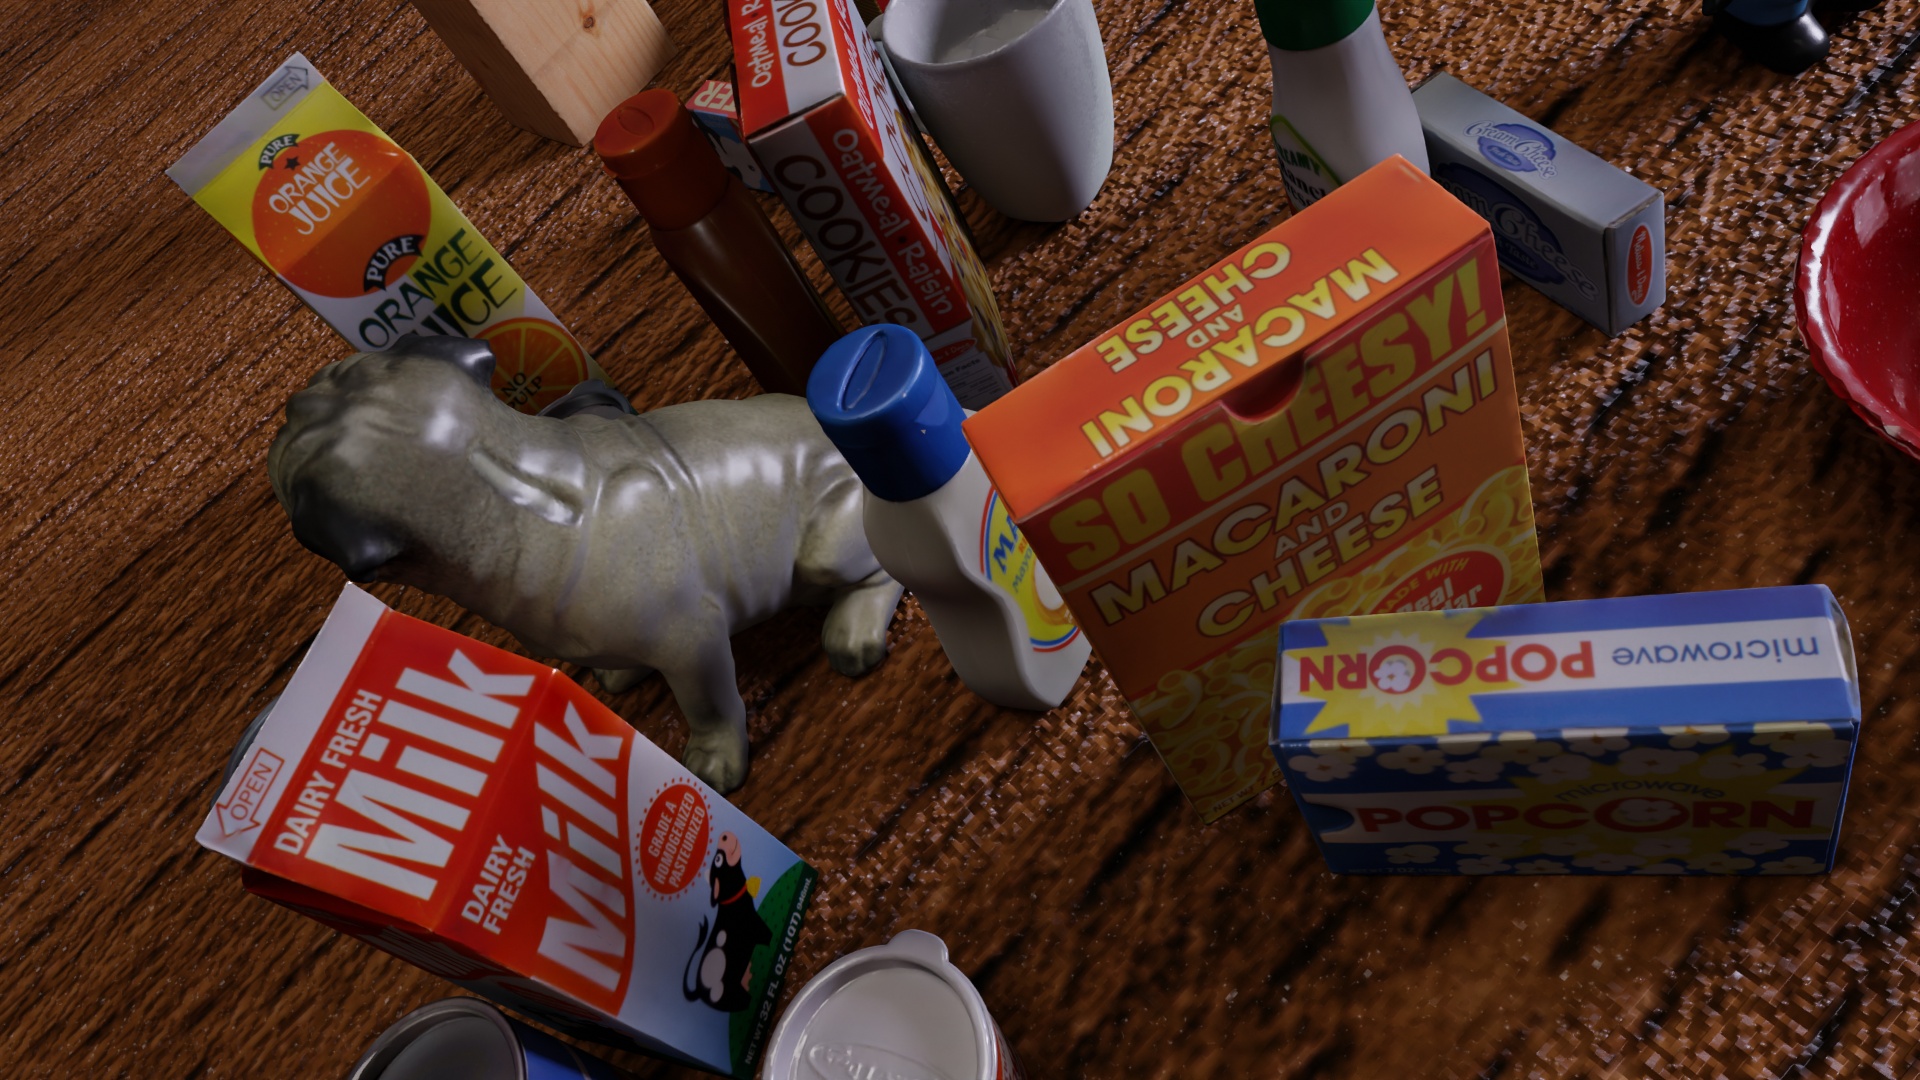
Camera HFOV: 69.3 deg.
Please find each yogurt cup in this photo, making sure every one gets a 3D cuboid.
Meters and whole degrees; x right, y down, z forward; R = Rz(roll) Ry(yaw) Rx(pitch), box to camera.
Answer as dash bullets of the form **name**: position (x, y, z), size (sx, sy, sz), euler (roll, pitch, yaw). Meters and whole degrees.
- **yogurt cup**: position (-0.013, 0.153, 0.384), size (0.072, 0.053, 0.073), euler (-14, 51, 18)

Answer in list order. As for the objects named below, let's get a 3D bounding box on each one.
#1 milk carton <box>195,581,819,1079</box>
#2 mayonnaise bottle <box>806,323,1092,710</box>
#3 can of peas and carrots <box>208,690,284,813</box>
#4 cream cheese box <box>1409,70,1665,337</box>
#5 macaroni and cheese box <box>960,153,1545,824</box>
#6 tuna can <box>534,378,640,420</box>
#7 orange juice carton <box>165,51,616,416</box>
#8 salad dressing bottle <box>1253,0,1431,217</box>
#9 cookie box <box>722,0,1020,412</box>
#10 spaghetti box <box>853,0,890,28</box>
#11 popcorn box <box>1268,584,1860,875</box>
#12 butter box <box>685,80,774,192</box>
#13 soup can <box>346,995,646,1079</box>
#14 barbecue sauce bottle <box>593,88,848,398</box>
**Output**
- **milk carton**: position (-0.124, 0.089, 0.396), size (0.073, 0.190, 0.072), euler (1, 57, 28)
- **mayonnaise bottle**: position (0.002, -0.005, 0.432), size (0.041, 0.147, 0.065), euler (5, 59, 30)
- **can of peas and carrots**: position (-0.239, 0.096, 0.537), size (0.071, 0.058, 0.071), euler (-14, 51, 18)
- **cream cheese box**: position (0.195, -0.118, 0.481), size (0.024, 0.053, 0.104), euler (-36, 48, -1)
- **macaroni and cheese box**: position (0.089, -0.002, 0.372), size (0.124, 0.166, 0.040), euler (-32, 48, 2)
- **tuna can**: position (-0.164, -0.034, 0.614), size (0.071, 0.032, 0.071), euler (-14, 51, 18)
- **orange juice carton**: position (-0.245, -0.114, 0.607), size (0.073, 0.192, 0.072), euler (32, 75, 40)
- **salad dressing bottle**: position (0.129, -0.151, 0.476), size (0.044, 0.147, 0.064), euler (-34, 48, 1)
- **cookie box**: position (-0.032, -0.132, 0.530), size (0.040, 0.167, 0.123), euler (-23, 49, 11)
- **spaghetti box**: position (-0.101, -0.324, 0.786), size (0.029, 0.050, 0.251), euler (-45, 49, -9)
- **popcorn box**: position (0.151, 0.053, 0.355), size (0.126, 0.085, 0.038), euler (-6, 54, 23)
- **butter box**: position (-0.084, -0.194, 0.679), size (0.103, 0.053, 0.024), euler (20, 67, 36)
- **soup can**: position (-0.129, 0.180, 0.402), size (0.071, 0.083, 0.072), euler (-14, 51, 18)
- **barbecue sauce bottle**: position (-0.090, -0.111, 0.556), size (0.044, 0.148, 0.065), euler (-42, 48, -6)
